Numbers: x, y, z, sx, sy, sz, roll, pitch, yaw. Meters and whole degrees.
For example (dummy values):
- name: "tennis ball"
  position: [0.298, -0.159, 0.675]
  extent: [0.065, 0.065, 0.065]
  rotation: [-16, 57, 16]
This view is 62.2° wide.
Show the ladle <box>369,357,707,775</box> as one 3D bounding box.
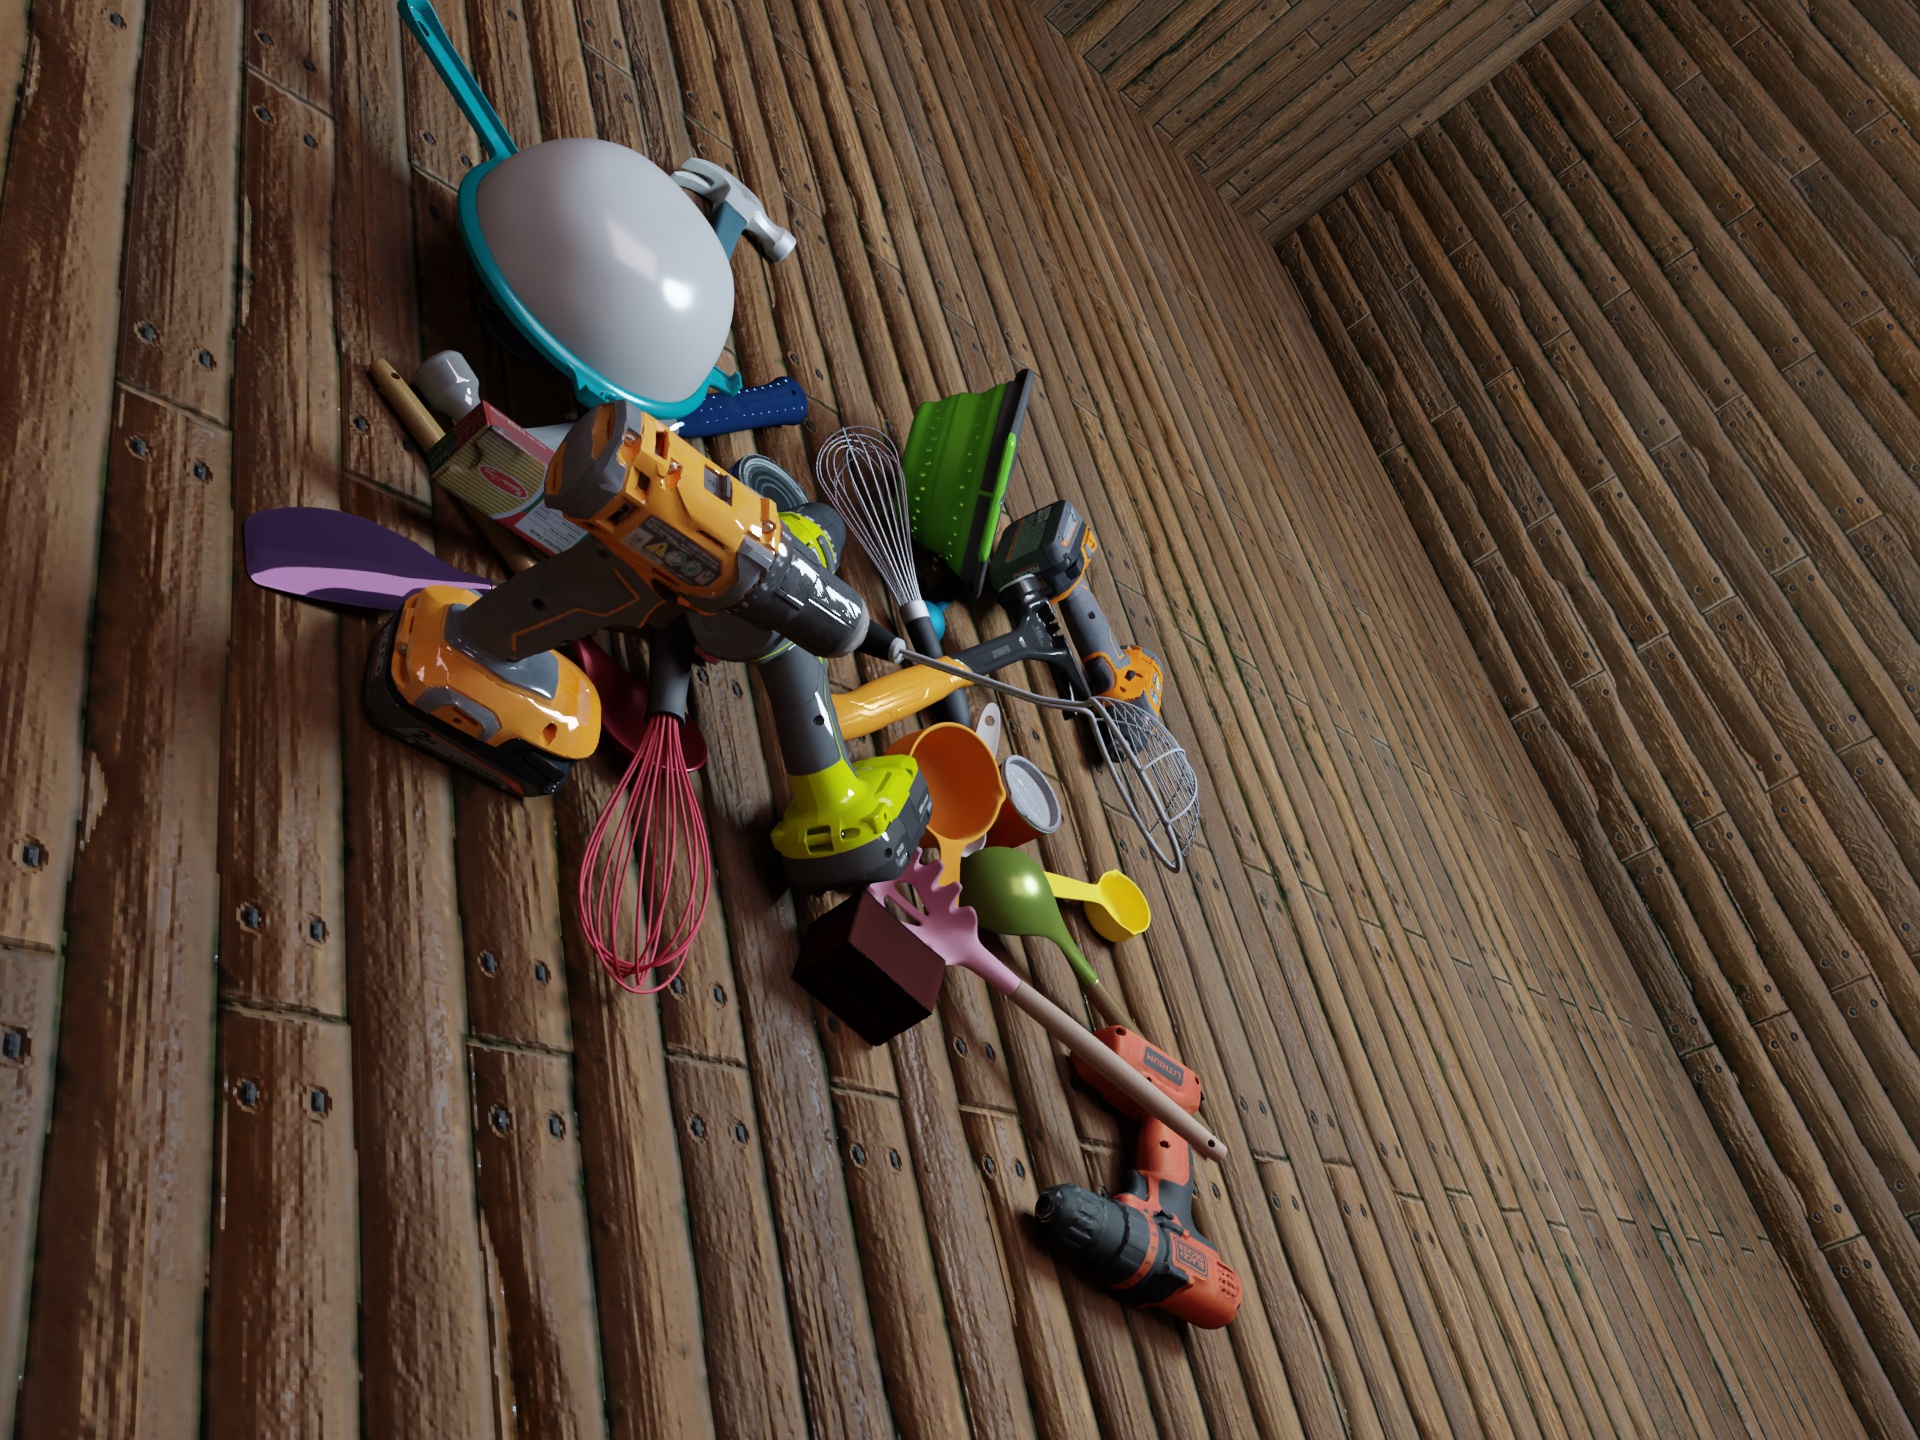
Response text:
- name: "ladle"
  position: [-0.261, -0.090, 0.965]
  extent: [0.315, 0.031, 0.069]
  rotation: [54, 28, 0]

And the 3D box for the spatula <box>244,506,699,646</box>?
- name: "spatula"
  position: [-0.252, -0.072, 0.923]
  extent: [0.315, 0.018, 0.060]
  rotation: [11, 55, -41]

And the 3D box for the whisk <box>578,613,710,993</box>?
- name: "whisk"
  position: [-0.171, 0.016, 0.908]
  extent: [0.073, 0.073, 0.296]
  rotation: [31, 46, -39]

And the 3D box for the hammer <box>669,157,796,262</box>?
- name: "hammer"
  position: [-0.212, -0.381, 1.354]
  extent: [0.128, 0.033, 0.331]
  rotation: [41, 31, -27]

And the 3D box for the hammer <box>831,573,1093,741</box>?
- name: "hammer"
  position: [-0.012, -0.026, 1.230]
  extent: [0.337, 0.034, 0.127]
  rotation: [-23, 87, -52]

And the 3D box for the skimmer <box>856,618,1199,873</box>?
- name: "skimmer"
  position: [-0.002, -0.003, 1.089]
  extent: [0.090, 0.363, 0.127]
  rotation: [-64, 163, -17]

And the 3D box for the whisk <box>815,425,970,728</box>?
- name: "whisk"
  position: [-0.050, -0.116, 1.306]
  extent: [0.070, 0.070, 0.285]
  rotation: [1, 64, -58]

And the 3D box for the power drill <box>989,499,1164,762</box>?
- name: "power drill"
  position: [0.116, -0.073, 1.472]
  extent: [0.226, 0.084, 0.164]
  rotation: [57, 25, -22]

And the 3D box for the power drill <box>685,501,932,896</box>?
- name: "power drill"
  position: [-0.090, -0.023, 1.015]
  extent: [0.191, 0.080, 0.228]
  rotation: [-62, 138, -65]

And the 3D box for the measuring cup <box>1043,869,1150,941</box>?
- name: "measuring cup"
  position: [0.088, 0.144, 1.281]
  extent: [0.156, 0.029, 0.062]
  rotation: [16, 45, -35]

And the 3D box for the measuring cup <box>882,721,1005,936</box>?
- name: "measuring cup"
  position: [-0.022, 0.089, 1.138]
  extent: [0.095, 0.052, 0.174]
  rotation: [15, 72, -37]

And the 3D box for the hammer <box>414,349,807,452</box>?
- name: "hammer"
  position: [-0.217, -0.211, 1.157]
  extent: [0.144, 0.035, 0.405]
  rotation: [55, 27, 0]

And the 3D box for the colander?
- name: "colander"
  position: [0.001, -0.236, 1.472]
  extent: [0.094, 0.204, 0.397]
  rotation: [14, 15, 0]

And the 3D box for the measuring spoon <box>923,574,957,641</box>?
- name: "measuring spoon"
  position: [-0.016, -0.104, 1.376]
  extent: [0.042, 0.021, 0.129]
  rotation: [50, 27, -11]

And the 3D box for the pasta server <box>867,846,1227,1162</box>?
- name: "pasta server"
  position: [0.060, 0.199, 1.081]
  extent: [0.316, 0.040, 0.060]
  rotation: [39, 68, -3]

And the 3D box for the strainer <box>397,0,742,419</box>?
- name: "strainer"
  position: [-0.258, -0.367, 1.068]
  extent: [0.340, 0.095, 0.211]
  rotation: [57, 26, 0]

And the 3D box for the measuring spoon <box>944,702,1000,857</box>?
- name: "measuring spoon"
  position: [0.010, 0.045, 1.210]
  extent: [0.034, 0.018, 0.124]
  rotation: [21, 69, -23]

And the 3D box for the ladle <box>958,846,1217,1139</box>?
- name: "ladle"
  position: [0.101, 0.221, 1.203]
  extent: [0.320, 0.062, 0.078]
  rotation: [54, 26, -18]

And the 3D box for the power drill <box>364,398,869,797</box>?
- name: "power drill"
  position: [-0.177, -0.048, 0.834]
  extent: [0.185, 0.226, 0.084]
  rotation: [33, 35, -37]
